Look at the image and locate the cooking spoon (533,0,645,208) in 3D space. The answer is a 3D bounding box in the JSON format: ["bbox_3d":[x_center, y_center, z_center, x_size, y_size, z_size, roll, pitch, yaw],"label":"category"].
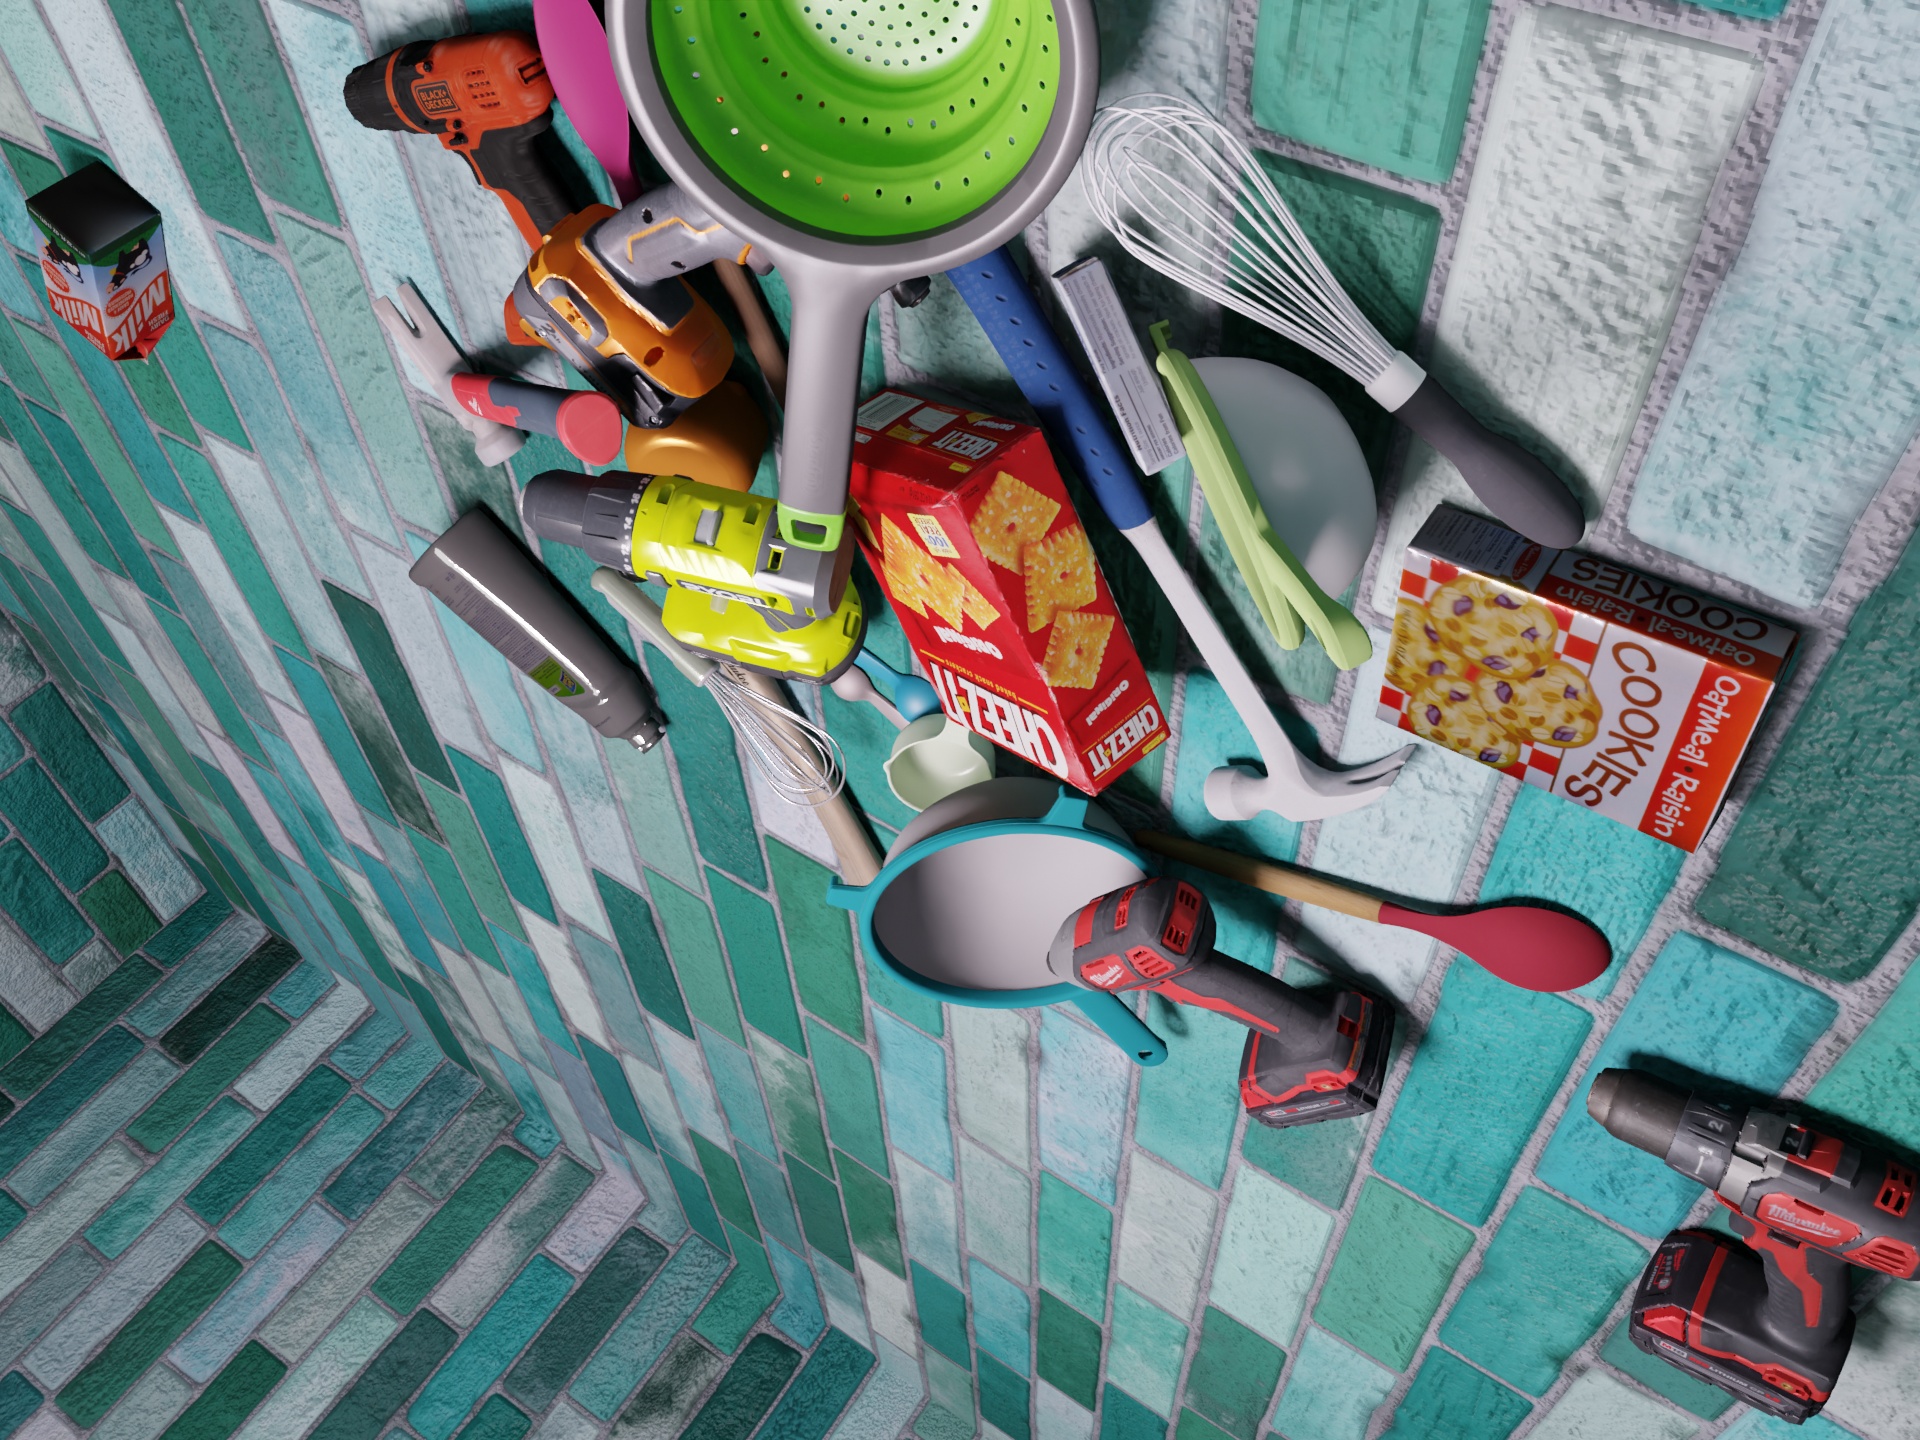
[{"bbox_3d":[-0.187,-0.286,0.949,0.069,0.017,0.318,28,149,31],"label":"cooking spoon"}]

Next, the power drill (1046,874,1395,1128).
[{"bbox_3d":[0.165,0.184,1.051,0.219,0.079,0.143,33,147,-17],"label":"power drill"}]

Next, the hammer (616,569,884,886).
[{"bbox_3d":[-0.126,0.021,1.264,0.146,0.038,0.410,6,135,42],"label":"hammer"}]

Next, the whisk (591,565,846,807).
[{"bbox_3d":[-0.182,-0.028,1.186,0.246,0.059,0.058,43,175,0],"label":"whisk"}]

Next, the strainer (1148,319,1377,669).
[{"bbox_3d":[0.153,-0.090,0.686,0.257,0.069,0.151,-100,-16,-64],"label":"strainer"}]

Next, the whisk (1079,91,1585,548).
[{"bbox_3d":[0.165,-0.169,0.691,0.284,0.070,0.070,39,149,-6],"label":"whisk"}]

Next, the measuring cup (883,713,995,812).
[{"bbox_3d":[-0.002,-0.004,1.096,0.083,0.038,0.167,13,131,-5],"label":"measuring cup"}]

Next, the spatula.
[{"bbox_3d":[-0.140,-0.273,0.925,0.060,0.018,0.315,17,142,47],"label":"spatula"}]

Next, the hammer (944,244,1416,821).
[{"bbox_3d":[0.105,-0.101,0.859,0.144,0.035,0.405,-6,126,51],"label":"hammer"}]

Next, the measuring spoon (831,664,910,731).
[{"bbox_3d":[-0.050,0.003,1.174,0.124,0.018,0.034,40,149,-1],"label":"measuring spoon"}]

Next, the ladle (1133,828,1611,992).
[{"bbox_3d":[0.240,0.110,0.989,0.316,0.031,0.069,15,139,39],"label":"ladle"}]

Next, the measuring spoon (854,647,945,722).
[{"bbox_3d":[-0.067,-0.033,1.142,0.128,0.021,0.042,33,148,9],"label":"measuring spoon"}]

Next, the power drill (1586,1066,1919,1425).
[{"bbox_3d":[0.459,0.305,0.949,0.188,0.080,0.226,21,141,29],"label":"power drill"}]

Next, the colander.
[{"bbox_3d":[-0.050,-0.248,0.738,0.204,0.095,0.396,11,139,-1],"label":"colander"}]

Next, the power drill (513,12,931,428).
[{"bbox_3d":[-0.127,-0.249,0.859,0.164,0.084,0.226,45,138,-19],"label":"power drill"}]

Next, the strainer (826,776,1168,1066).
[{"bbox_3d":[0.067,0.142,1.148,0.211,0.095,0.340,-23,135,20],"label":"strainer"}]

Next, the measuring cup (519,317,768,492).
[{"bbox_3d":[-0.203,-0.191,0.996,0.173,0.052,0.095,27,143,-31],"label":"measuring cup"}]

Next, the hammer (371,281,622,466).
[{"bbox_3d":[-0.300,-0.219,1.034,0.143,0.038,0.387,58,164,-26],"label":"hammer"}]

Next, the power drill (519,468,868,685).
[{"bbox_3d":[-0.152,-0.093,0.988,0.190,0.080,0.228,13,171,7],"label":"power drill"}]
